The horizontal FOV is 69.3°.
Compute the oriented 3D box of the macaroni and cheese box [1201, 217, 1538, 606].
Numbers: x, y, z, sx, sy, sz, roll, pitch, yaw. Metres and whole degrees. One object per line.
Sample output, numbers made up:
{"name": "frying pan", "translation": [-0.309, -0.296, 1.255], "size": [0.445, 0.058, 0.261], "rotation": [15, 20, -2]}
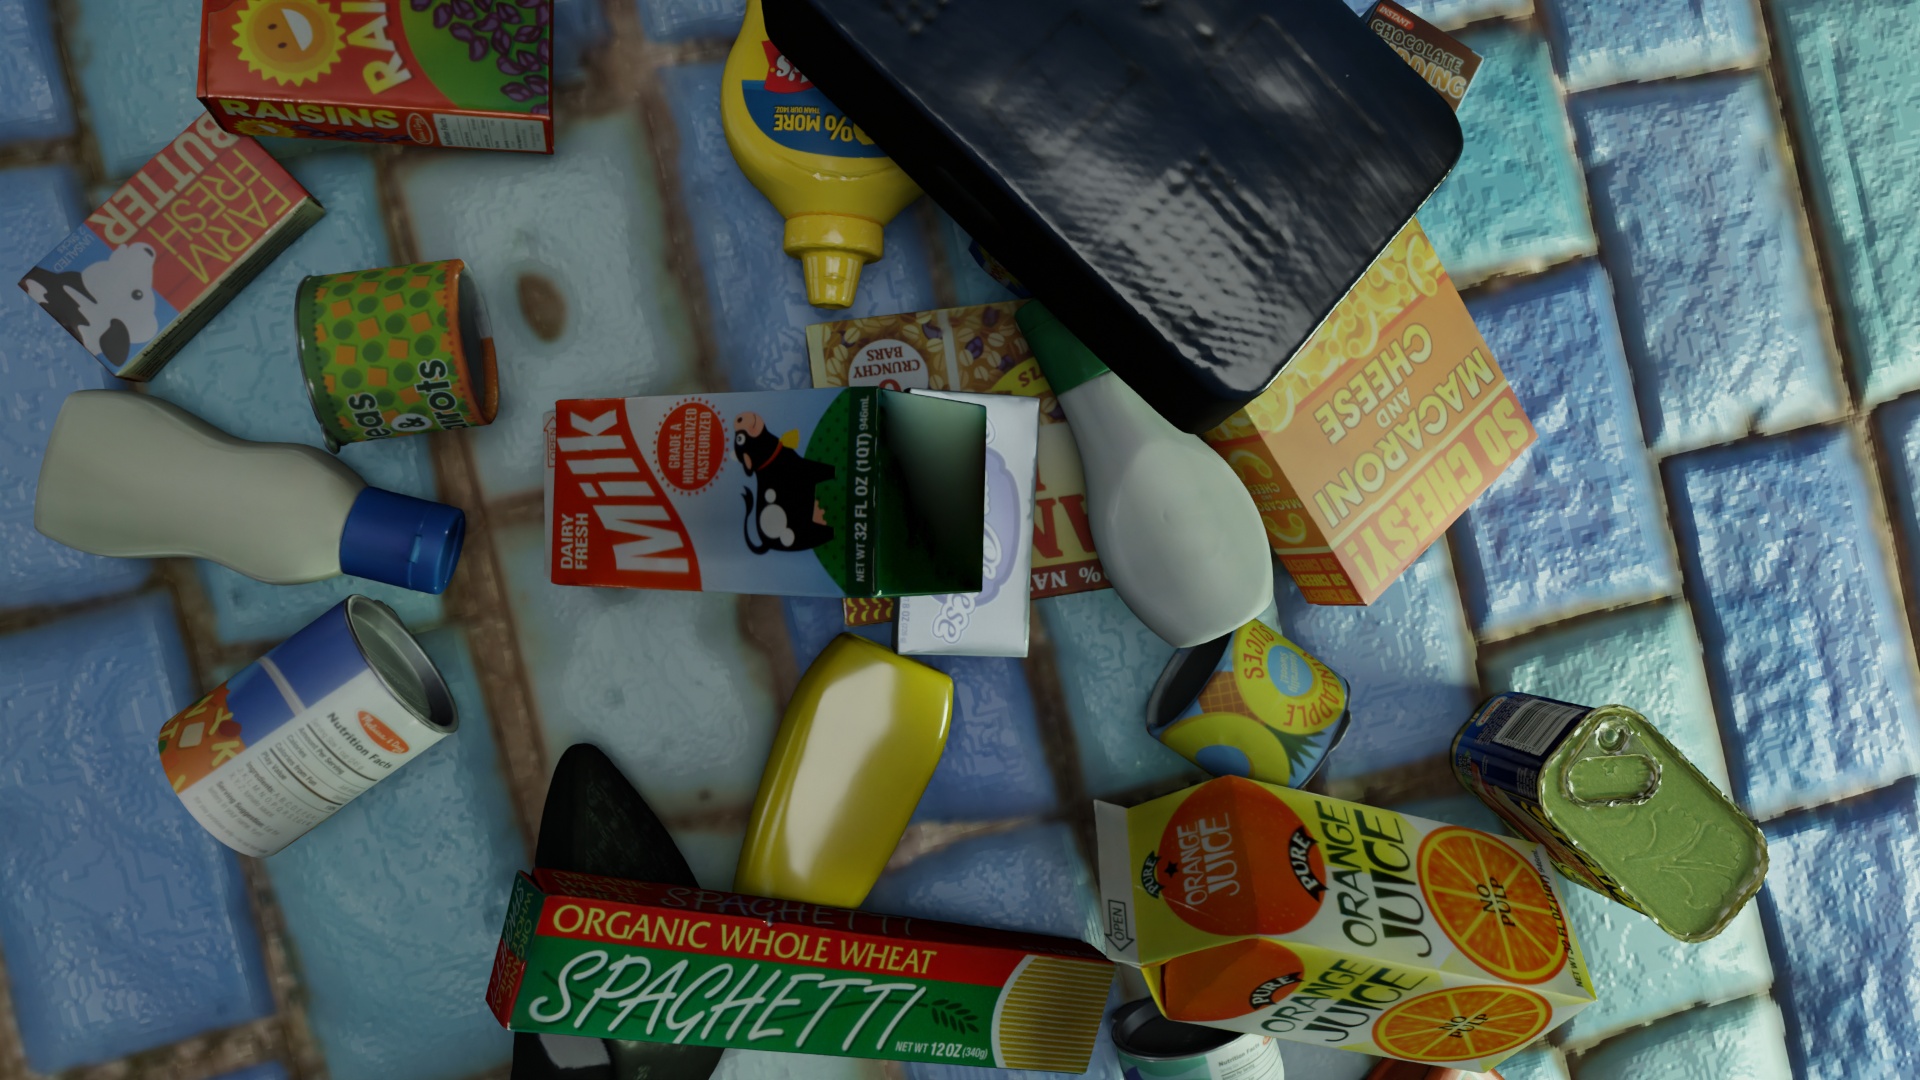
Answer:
{"name": "macaroni and cheese box", "translation": [0.152, -0.075, 0.572], "size": [0.124, 0.040, 0.166], "rotation": [-39, 104, -21]}

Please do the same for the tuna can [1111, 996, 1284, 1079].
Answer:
{"name": "tuna can", "translation": [0.097, 0.213, 0.578], "size": [0.071, 0.071, 0.033], "rotation": [-15, 93, -7]}

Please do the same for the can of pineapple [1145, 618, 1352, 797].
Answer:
{"name": "can of pineapple", "translation": [0.120, 0.068, 0.578], "size": [0.058, 0.071, 0.071], "rotation": [34, 86, -6]}

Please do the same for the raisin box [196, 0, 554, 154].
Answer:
{"name": "raisin box", "translation": [-0.222, -0.200, 0.539], "size": [0.123, 0.040, 0.086], "rotation": [0, 83, -14]}

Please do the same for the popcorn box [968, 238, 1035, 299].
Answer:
{"name": "popcorn box", "translation": [0.060, -0.160, 0.563], "size": [0.038, 0.085, 0.127], "rotation": [41, 86, -2]}

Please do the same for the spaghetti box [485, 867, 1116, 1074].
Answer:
{"name": "spaghetti box", "translation": [-0.050, 0.168, 0.531], "size": [0.250, 0.028, 0.050], "rotation": [17, 88, -30]}

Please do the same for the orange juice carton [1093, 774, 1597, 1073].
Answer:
{"name": "orange juice carton", "translation": [0.142, 0.151, 0.552], "size": [0.193, 0.072, 0.072], "rotation": [15, 44, -15]}

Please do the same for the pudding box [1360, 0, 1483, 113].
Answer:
{"name": "pudding box", "translation": [0.173, -0.187, 0.577], "size": [0.049, 0.083, 0.030], "rotation": [29, 86, -5]}

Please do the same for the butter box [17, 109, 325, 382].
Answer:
{"name": "butter box", "translation": [-0.309, -0.117, 0.548], "size": [0.053, 0.024, 0.103], "rotation": [45, 85, -5]}

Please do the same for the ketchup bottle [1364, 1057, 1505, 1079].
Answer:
{"name": "ketchup bottle", "translation": [0.240, 0.283, 0.605], "size": [0.149, 0.043, 0.065], "rotation": [45, 85, -5]}

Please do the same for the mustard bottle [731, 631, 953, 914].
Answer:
{"name": "mustard bottle", "translation": [-0.058, 0.119, 0.566], "size": [0.065, 0.049, 0.160], "rotation": [25, 87, -11]}

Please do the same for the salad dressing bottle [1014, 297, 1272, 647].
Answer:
{"name": "salad dressing bottle", "translation": [0.070, -0.032, 0.545], "size": [0.064, 0.044, 0.147], "rotation": [-27, 92, -6]}

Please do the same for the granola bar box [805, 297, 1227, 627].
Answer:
{"name": "granola bar box", "translation": [0.025, -0.037, 0.582], "size": [0.166, 0.039, 0.124], "rotation": [-8, 91, -7]}

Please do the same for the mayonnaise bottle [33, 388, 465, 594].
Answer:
{"name": "mayonnaise bottle", "translation": [-0.274, -0.013, 0.545], "size": [0.148, 0.041, 0.064], "rotation": [14, 90, -8]}

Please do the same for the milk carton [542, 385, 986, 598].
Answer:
{"name": "milk carton", "translation": [-0.090, -0.017, 0.526], "size": [0.190, 0.073, 0.072], "rotation": [0, 90, 30]}

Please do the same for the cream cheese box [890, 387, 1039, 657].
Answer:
{"name": "cream cheese box", "translation": [0.002, -0.007, 0.545], "size": [0.053, 0.024, 0.103], "rotation": [2, 90, -9]}

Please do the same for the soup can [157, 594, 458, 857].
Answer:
{"name": "soup can", "translation": [-0.250, 0.070, 0.536], "size": [0.084, 0.071, 0.071], "rotation": [-35, 94, -5]}

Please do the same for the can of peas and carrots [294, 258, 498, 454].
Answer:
{"name": "can of peas and carrots", "translation": [-0.216, -0.071, 0.537], "size": [0.059, 0.071, 0.071], "rotation": [-9, 91, -7]}
